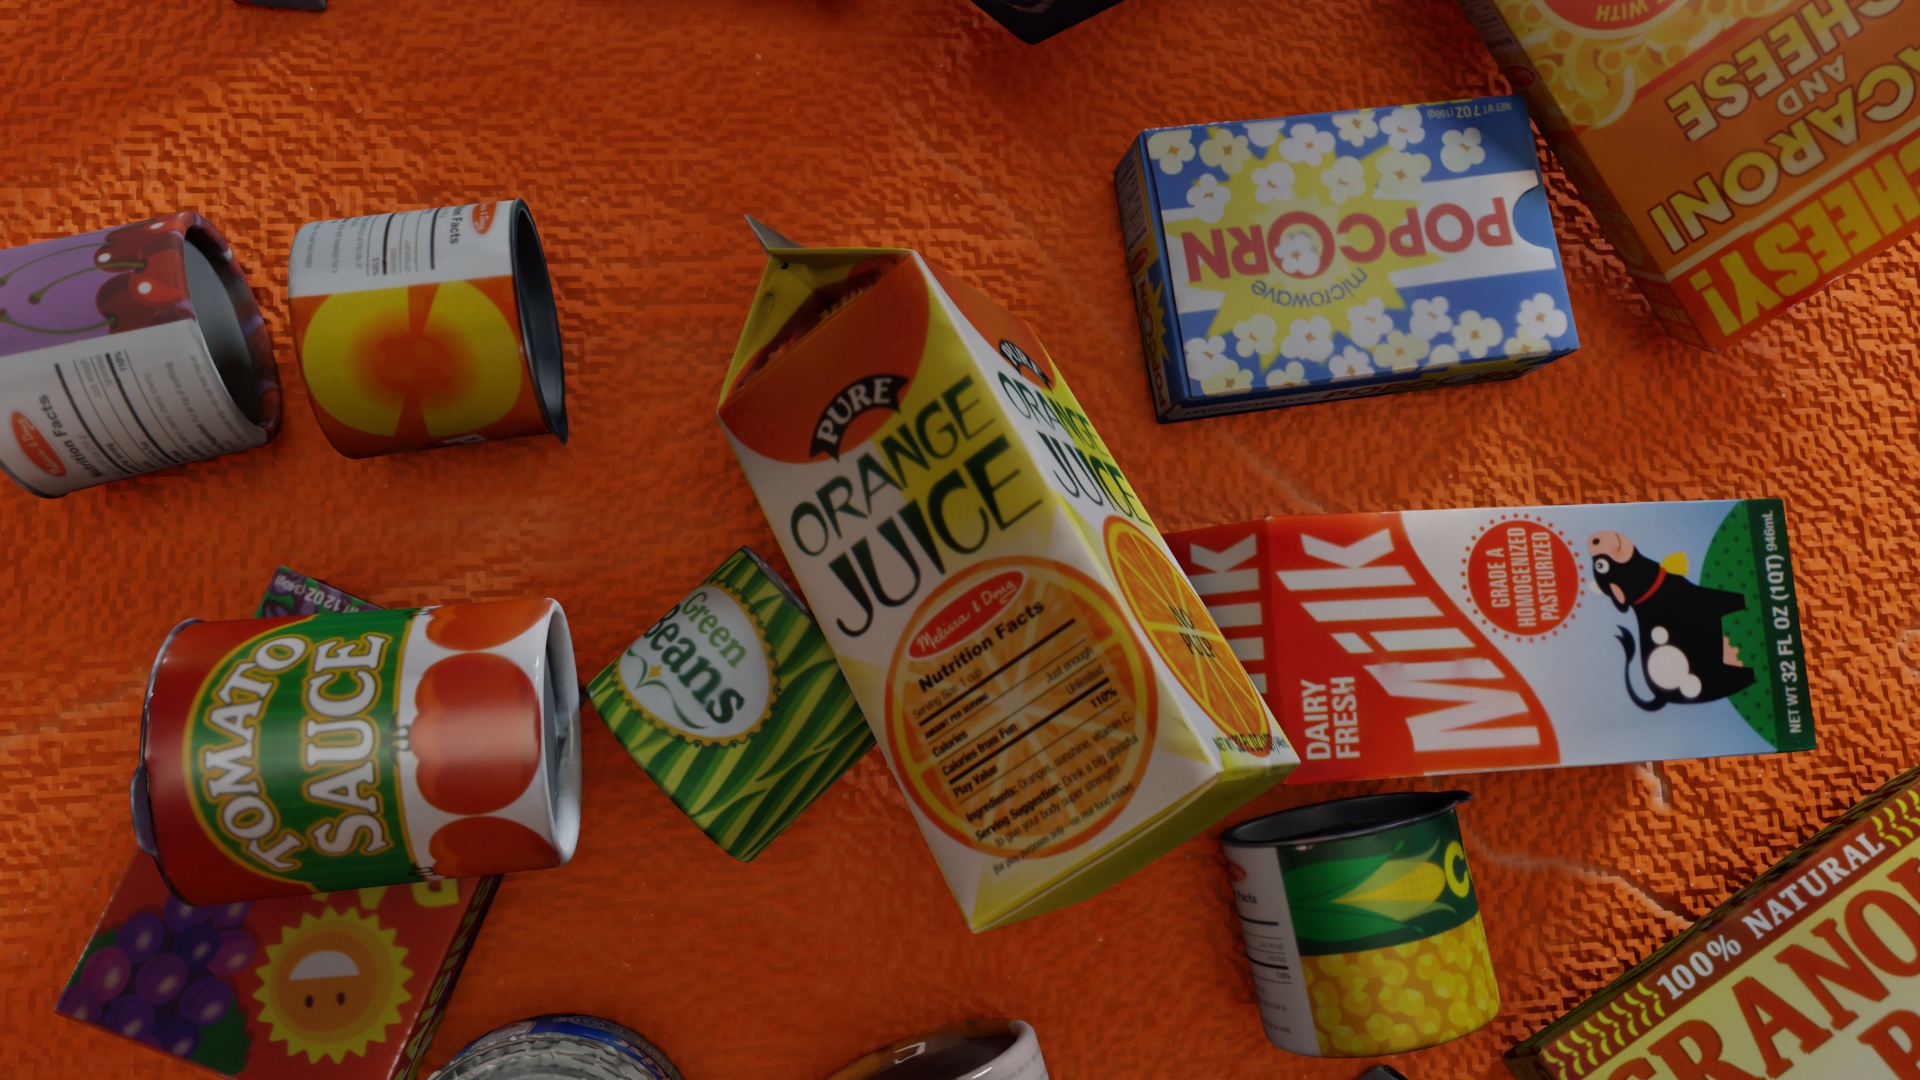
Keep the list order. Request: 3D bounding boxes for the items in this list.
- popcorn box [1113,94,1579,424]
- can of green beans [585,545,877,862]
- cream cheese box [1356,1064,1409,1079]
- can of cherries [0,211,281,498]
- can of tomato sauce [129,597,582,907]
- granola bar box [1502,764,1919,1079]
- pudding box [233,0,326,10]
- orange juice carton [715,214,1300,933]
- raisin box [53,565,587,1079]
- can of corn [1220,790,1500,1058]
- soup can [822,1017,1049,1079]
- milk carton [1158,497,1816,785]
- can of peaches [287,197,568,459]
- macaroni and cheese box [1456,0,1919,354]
[{"bbox_3d":[0.118,-0.088,0.435,0.127,0.038,0.085,-8,82,-8],"label":"popcorn box"},{"bbox_3d":[-0.059,0.044,0.380,0.058,0.071,0.071,-42,89,-10],"label":"can of green beans"},{"bbox_3d":[0.097,0.203,0.397,0.104,0.024,0.053,-29,88,-10],"label":"cream cheese box"},{"bbox_3d":[-0.226,-0.052,0.375,0.058,0.071,0.071,-16,84,-9],"label":"can of cherries"},{"bbox_3d":[-0.136,0.048,0.328,0.083,0.071,0.071,-4,83,-9],"label":"can of tomato sauce"},{"bbox_3d":[0.264,0.158,0.399,0.166,0.039,0.124,-30,67,-10],"label":"granola bar box"},{"bbox_3d":[-0.203,-0.191,0.387,0.030,0.083,0.050,3,82,-7],"label":"pudding box"},{"bbox_3d":[0.001,-0.005,0.366,0.073,0.072,0.193,-36,68,18],"label":"orange juice carton"},{"bbox_3d":[-0.168,0.080,0.375,0.086,0.040,0.123,23,79,-4],"label":"raisin box"},{"bbox_3d":[0.114,0.106,0.391,0.071,0.071,0.058,-10,84,-8],"label":"can of corn"},{"bbox_3d":[-0.002,0.180,0.368,0.071,0.071,0.084,-16,84,-9],"label":"soup can"},{"bbox_3d":[0.131,0.030,0.401,0.191,0.073,0.072,-1,83,-7],"label":"milk carton"},{"bbox_3d":[-0.145,-0.056,0.385,0.058,0.071,0.071,-8,83,-8],"label":"can of peaches"},{"bbox_3d":[0.236,-0.161,0.422,0.123,0.040,0.166,-34,100,14],"label":"macaroni and cheese box"}]
